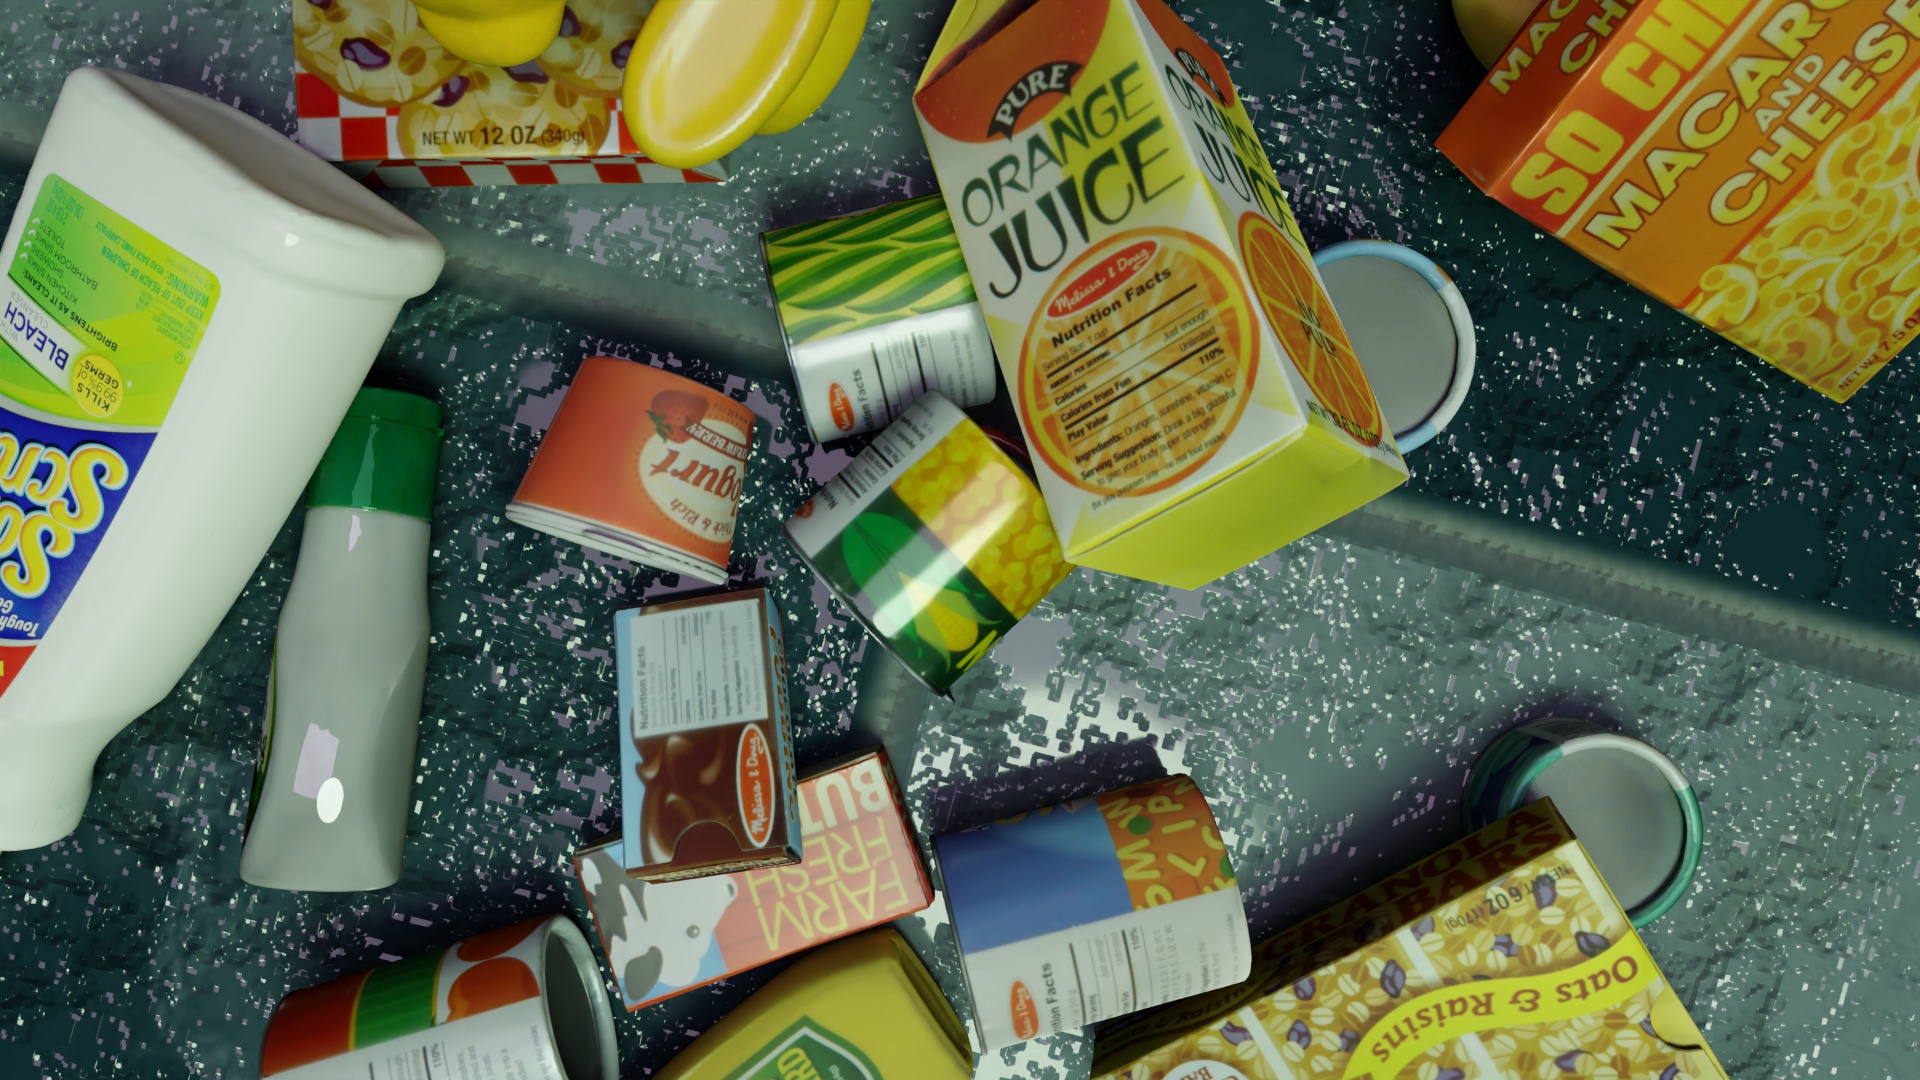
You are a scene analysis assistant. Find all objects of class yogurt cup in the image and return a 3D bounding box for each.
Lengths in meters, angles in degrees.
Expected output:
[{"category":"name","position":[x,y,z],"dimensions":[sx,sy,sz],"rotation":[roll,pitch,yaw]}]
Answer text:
[{"category":"yogurt cup","position":[-0.096,-0.022,0.421],"dimensions":[0.072,0.072,0.054],"rotation":[17,83,-3]}]

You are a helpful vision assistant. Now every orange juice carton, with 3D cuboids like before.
[{"category":"orange juice carton","position":[0.046,-0.090,0.392],"dimensions":[0.073,0.072,0.193],"rotation":[-30,65,29]}]

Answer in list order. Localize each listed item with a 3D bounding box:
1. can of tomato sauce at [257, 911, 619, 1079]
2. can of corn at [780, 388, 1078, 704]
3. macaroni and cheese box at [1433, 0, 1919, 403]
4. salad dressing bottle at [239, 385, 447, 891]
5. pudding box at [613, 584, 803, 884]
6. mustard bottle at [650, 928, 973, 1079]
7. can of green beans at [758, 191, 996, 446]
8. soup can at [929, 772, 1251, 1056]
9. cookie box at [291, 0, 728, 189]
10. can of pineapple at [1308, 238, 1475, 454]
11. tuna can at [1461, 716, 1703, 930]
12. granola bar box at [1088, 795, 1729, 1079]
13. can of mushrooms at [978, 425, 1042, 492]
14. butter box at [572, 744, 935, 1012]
[{"category":"can of tomato sauce","position":[-0.154,0.155,0.420],"dimensions":[0.083,0.071,0.071],"rotation":[-17,92,-3]},{"category":"can of corn","position":[-0.005,0.002,0.390],"dimensions":[0.058,0.071,0.071],"rotation":[-43,93,-1]},{"category":"macaroni and cheese box","position":[0.237,-0.122,0.391],"dimensions":[0.166,0.040,0.123],"rotation":[19,123,-25]},{"category":"salad dressing bottle","position":[-0.184,0.028,0.421],"dimensions":[0.044,0.064,0.148],"rotation":[6,82,-15]},{"category":"pudding box","position":[-0.077,0.059,0.423],"dimensions":[0.050,0.030,0.084],"rotation":[-9,68,1]},{"category":"mustard bottle","position":[-0.074,0.188,0.431],"dimensions":[0.160,0.049,0.065],"rotation":[-35,91,-2]},{"category":"can of green beans","position":[-0.025,-0.068,0.422],"dimensions":[0.058,0.071,0.071],"rotation":[-14,92,-3]},{"category":"soup can","position":[0.038,0.111,0.428],"dimensions":[0.084,0.071,0.071],"rotation":[-14,92,-4]},{"category":"cookie box","position":[-0.138,-0.197,0.427],"dimensions":[0.123,0.040,0.167],"rotation":[-2,91,-2]},{"category":"can of pineapple","position":[0.116,-0.057,0.432],"dimensions":[0.071,0.058,0.071],"rotation":[0,91,-2]},{"category":"tuna can","position":[0.201,0.095,0.451],"dimensions":[0.071,0.033,0.071],"rotation":[0,90,-3]},{"category":"granola bar box","position":[0.142,0.174,0.428],"dimensions":[0.165,0.039,0.124],"rotation":[-32,93,12]},{"category":"can of mushrooms","position":[0.002,-0.006,0.440],"dimensions":[0.071,0.033,0.071],"rotation":[0,91,-2]},{"category":"butter box","position":[-0.065,0.106,0.443],"dimensions":[0.103,0.024,0.053],"rotation":[-18,91,-2]}]
